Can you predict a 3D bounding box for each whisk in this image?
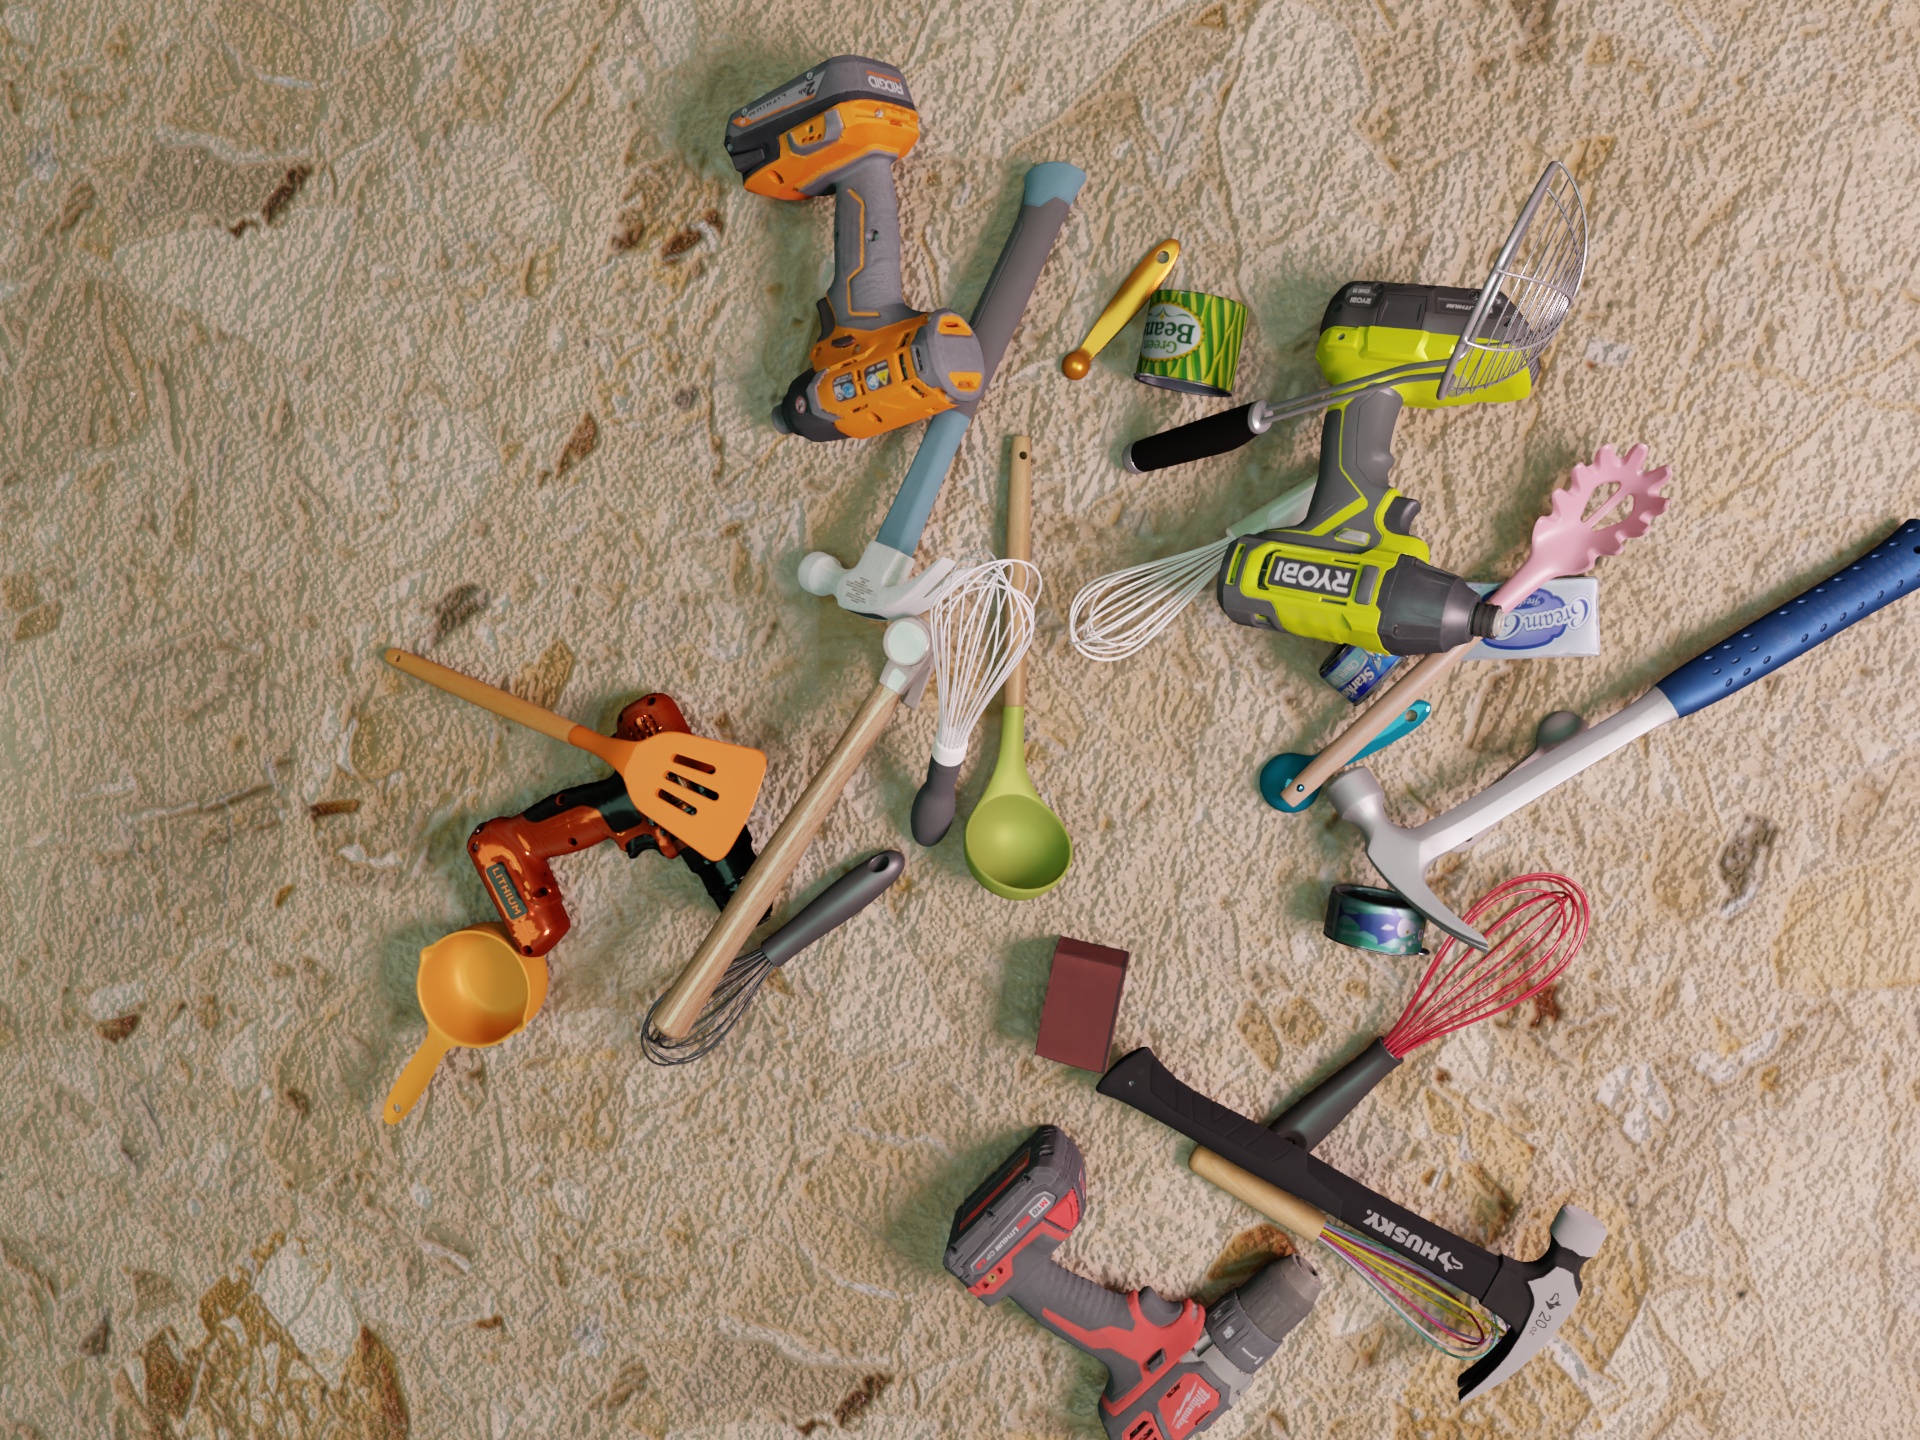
[{"bbox_3d":[0.179,-0.115,1.072,0.246,0.059,0.057,-31,102,6],"label":"whisk"},{"bbox_3d":[-0.003,-0.003,1.033,0.070,0.070,0.284,22,139,6],"label":"whisk"},{"bbox_3d":[0.307,0.212,1.081,0.073,0.073,0.296,44,106,2],"label":"whisk"},{"bbox_3d":[0.269,0.368,1.111,0.245,0.047,0.051,29,101,9],"label":"whisk"},{"bbox_3d":[-0.135,0.170,1.147,0.239,0.055,0.055,-38,89,6],"label":"whisk"}]

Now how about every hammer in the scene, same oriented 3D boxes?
[{"bbox_3d":[0.245,0.321,1.075,0.335,0.035,0.146,27,98,12],"label":"hammer"},{"bbox_3d":[0.000,-0.221,1.077,0.128,0.033,0.331,27,94,40],"label":"hammer"},{"bbox_3d":[-0.110,0.073,1.080,0.031,0.130,0.331,34,94,5],"label":"hammer"},{"bbox_3d":[0.448,-0.001,1.024,0.405,0.035,0.144,-31,66,4],"label":"hammer"}]

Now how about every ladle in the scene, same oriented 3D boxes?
[{"bbox_3d":[0.042,-0.036,1.096,0.078,0.062,0.320,1,93,-18],"label":"ladle"}]

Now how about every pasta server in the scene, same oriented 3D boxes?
[{"bbox_3d":[0.327,-0.055,1.034,0.316,0.040,0.060,-45,76,12],"label":"pasta server"}]

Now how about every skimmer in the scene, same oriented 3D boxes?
[{"bbox_3d":[0.204,-0.214,0.931,0.090,0.363,0.127,44,62,-24],"label":"skimmer"}]

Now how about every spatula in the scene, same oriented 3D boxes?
[{"bbox_3d":[-0.285,0.005,1.124,0.323,0.041,0.081,21,84,25],"label":"spatula"}]

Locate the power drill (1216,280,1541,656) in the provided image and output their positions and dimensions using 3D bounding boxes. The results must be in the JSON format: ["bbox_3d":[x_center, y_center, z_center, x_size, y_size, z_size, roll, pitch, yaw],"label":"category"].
[{"bbox_3d":[0.273,-0.152,0.990,0.171,0.080,0.223,14,80,30],"label":"power drill"}]

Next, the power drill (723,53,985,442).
[{"bbox_3d":[-0.082,-0.301,1.060,0.164,0.084,0.226,-12,92,36],"label":"power drill"}]

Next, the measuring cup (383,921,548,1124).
[{"bbox_3d":[-0.374,0.227,1.186,0.095,0.052,0.173,36,101,4],"label":"measuring cup"}]

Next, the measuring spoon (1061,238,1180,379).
[{"bbox_3d":[0.109,-0.280,1.082,0.021,0.011,0.117,40,100,3],"label":"measuring spoon"}]

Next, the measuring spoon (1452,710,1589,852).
[{"bbox_3d":[0.375,0.044,1.071,0.034,0.018,0.124,42,99,2],"label":"measuring spoon"}]

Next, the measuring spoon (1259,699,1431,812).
[{"bbox_3d":[0.263,0.022,1.083,0.128,0.021,0.042,-31,91,11],"label":"measuring spoon"}]

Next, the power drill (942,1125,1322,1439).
[{"bbox_3d":[0.121,0.391,1.117,0.226,0.080,0.188,44,100,-1],"label":"power drill"}]
